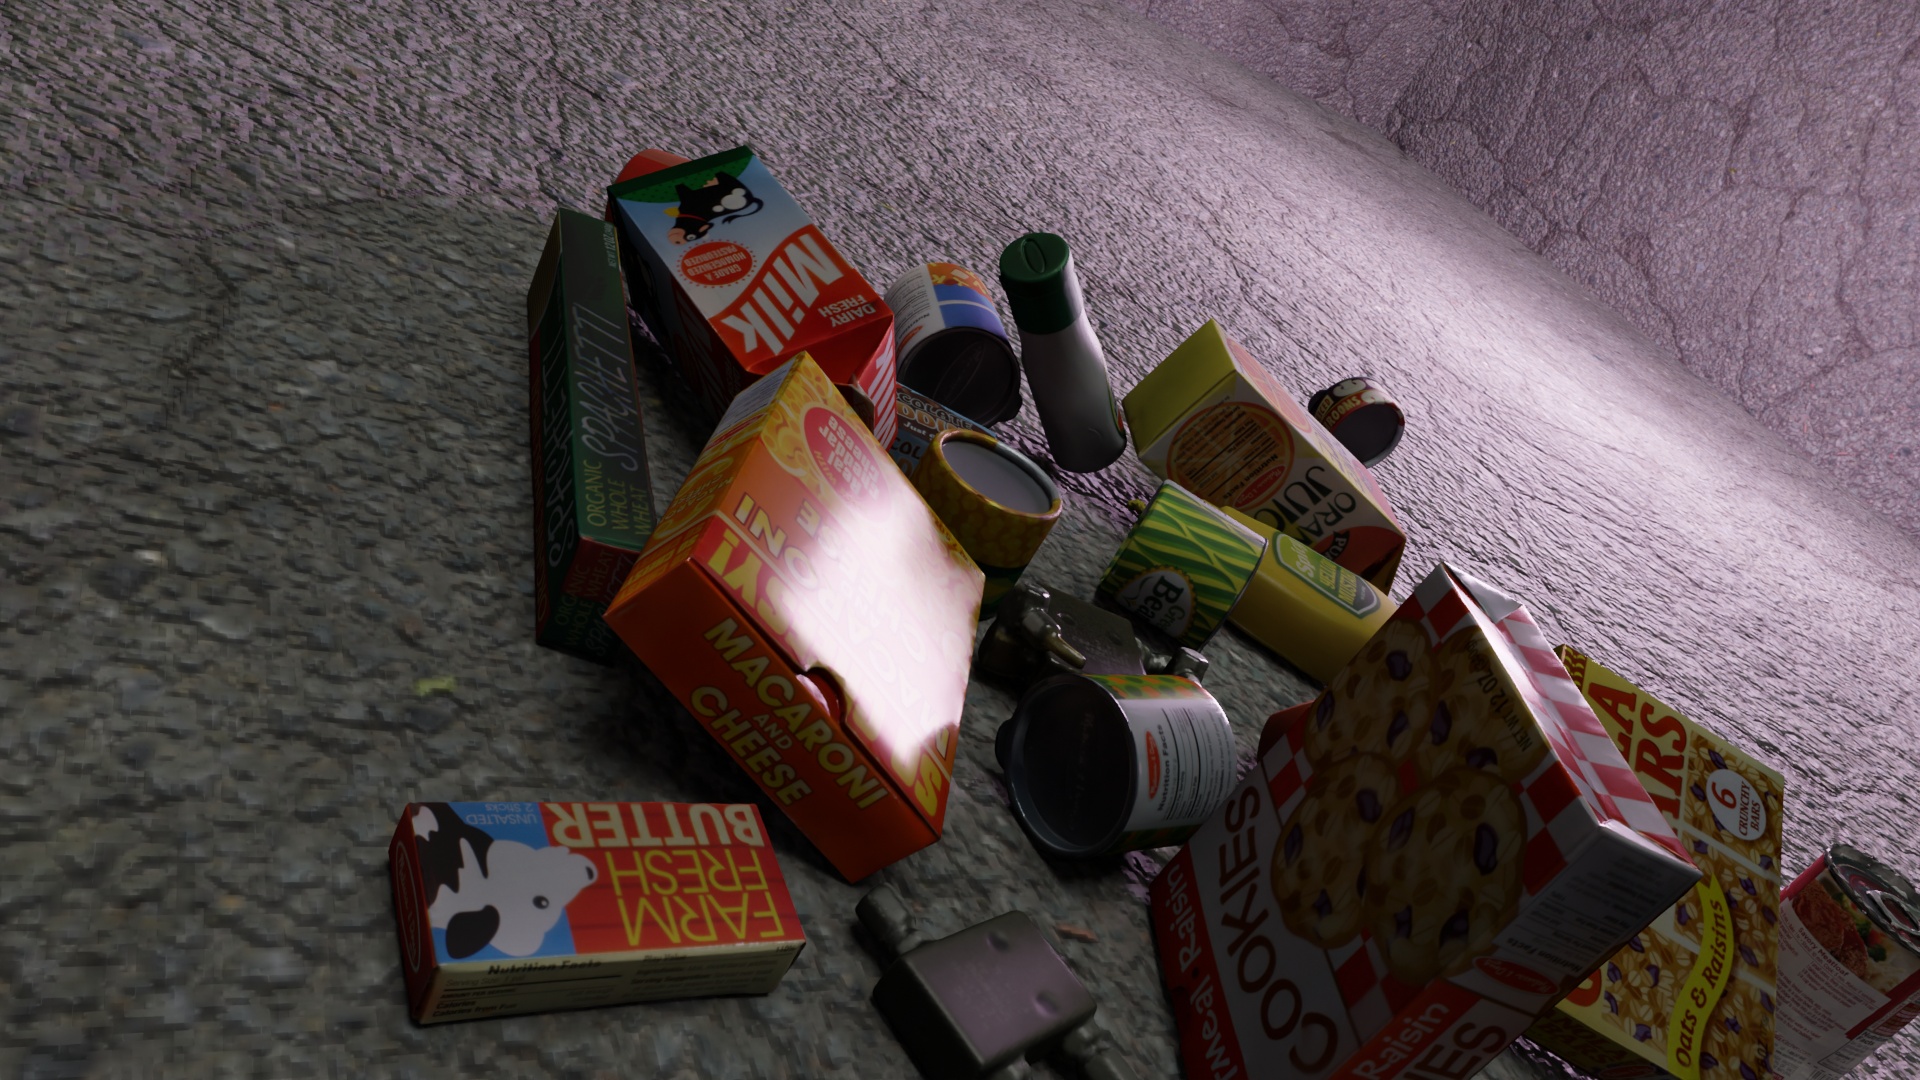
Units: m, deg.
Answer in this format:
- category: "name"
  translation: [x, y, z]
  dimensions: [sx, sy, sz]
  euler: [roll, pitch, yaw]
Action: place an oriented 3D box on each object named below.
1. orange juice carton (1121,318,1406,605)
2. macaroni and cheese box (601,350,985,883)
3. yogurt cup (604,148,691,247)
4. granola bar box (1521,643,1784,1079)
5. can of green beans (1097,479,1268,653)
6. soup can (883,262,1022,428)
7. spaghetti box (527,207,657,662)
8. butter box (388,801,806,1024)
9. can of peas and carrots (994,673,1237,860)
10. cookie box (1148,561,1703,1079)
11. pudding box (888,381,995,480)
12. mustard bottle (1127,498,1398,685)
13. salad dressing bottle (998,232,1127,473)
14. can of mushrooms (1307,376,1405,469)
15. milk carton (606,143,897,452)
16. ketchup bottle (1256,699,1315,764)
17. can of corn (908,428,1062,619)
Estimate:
- category: "orange juice carton"
  translation: [0.185, -0.029, 0.791]
  dimensions: [0.192, 0.073, 0.072]
  euler: [39, 23, -22]
- category: "macaroni and cheese box"
  translation: [-0.047, 0.018, 0.491]
  dimensions: [0.123, 0.040, 0.167]
  euler: [51, 22, -20]
- category: "yogurt cup"
  translation: [-0.148, -0.169, 0.727]
  dimensions: [0.054, 0.072, 0.073]
  euler: [27, 26, 10]
- category: "granola bar box"
  translation: [0.284, 0.144, 0.592]
  dimensions: [0.124, 0.039, 0.166]
  euler: [31, 55, -4]
- category: "can of green beans"
  translation: [0.108, 0.012, 0.680]
  dimensions: [0.058, 0.071, 0.071]
  euler: [32, 27, 3]
- category: "soup can"
  translation: [-0.005, -0.104, 0.759]
  dimensions: [0.071, 0.071, 0.084]
  euler: [19, 29, -23]
- category: "spaghetti box"
  translation: [-0.149, -0.055, 0.549]
  dimensions: [0.029, 0.050, 0.251]
  euler: [14, 32, -27]
- category: "butter box"
  translation: [-0.097, 0.098, 0.376]
  dimensions: [0.103, 0.024, 0.053]
  euler: [8, 36, -37]
- category: "can of peas and carrots"
  translation: [0.058, 0.082, 0.516]
  dimensions: [0.059, 0.070, 0.071]
  euler: [5, 37, -41]
- category: "cookie box"
  translation: [0.128, 0.107, 0.434]
  dimensions: [0.040, 0.166, 0.123]
  euler: [26, 27, -18]
- category: "pudding box"
  translation: [-0.026, -0.051, 0.688]
  dimensions: [0.084, 0.030, 0.050]
  euler: [27, 27, -9]
- category: "mustard bottle"
  translation: [0.159, 0.020, 0.736]
  dimensions: [0.160, 0.048, 0.065]
  euler: [32, 28, 0]
- category: "salad dressing bottle"
  translation: [0.054, -0.097, 0.737]
  dimensions: [0.147, 0.044, 0.064]
  euler: [66, 6, -51]
- category: "can of mushrooms"
  translation: [0.290, -0.086, 1.026]
  dimensions: [0.071, 0.070, 0.033]
  euler: [15, 32, -29]
- category: "milk carton"
  translation: [-0.085, -0.094, 0.627]
  dimensions: [0.074, 0.072, 0.191]
  euler: [-24, 54, -21]
- category: "ketchup bottle"
  translation: [0.168, 0.082, 0.555]
  dimensions: [0.065, 0.043, 0.148]
  euler: [15, -14, 0]
- category: "can of corn"
  translation: [0.002, -0.008, 0.614]
  dimensions: [0.071, 0.058, 0.071]
  euler: [24, 28, -13]
